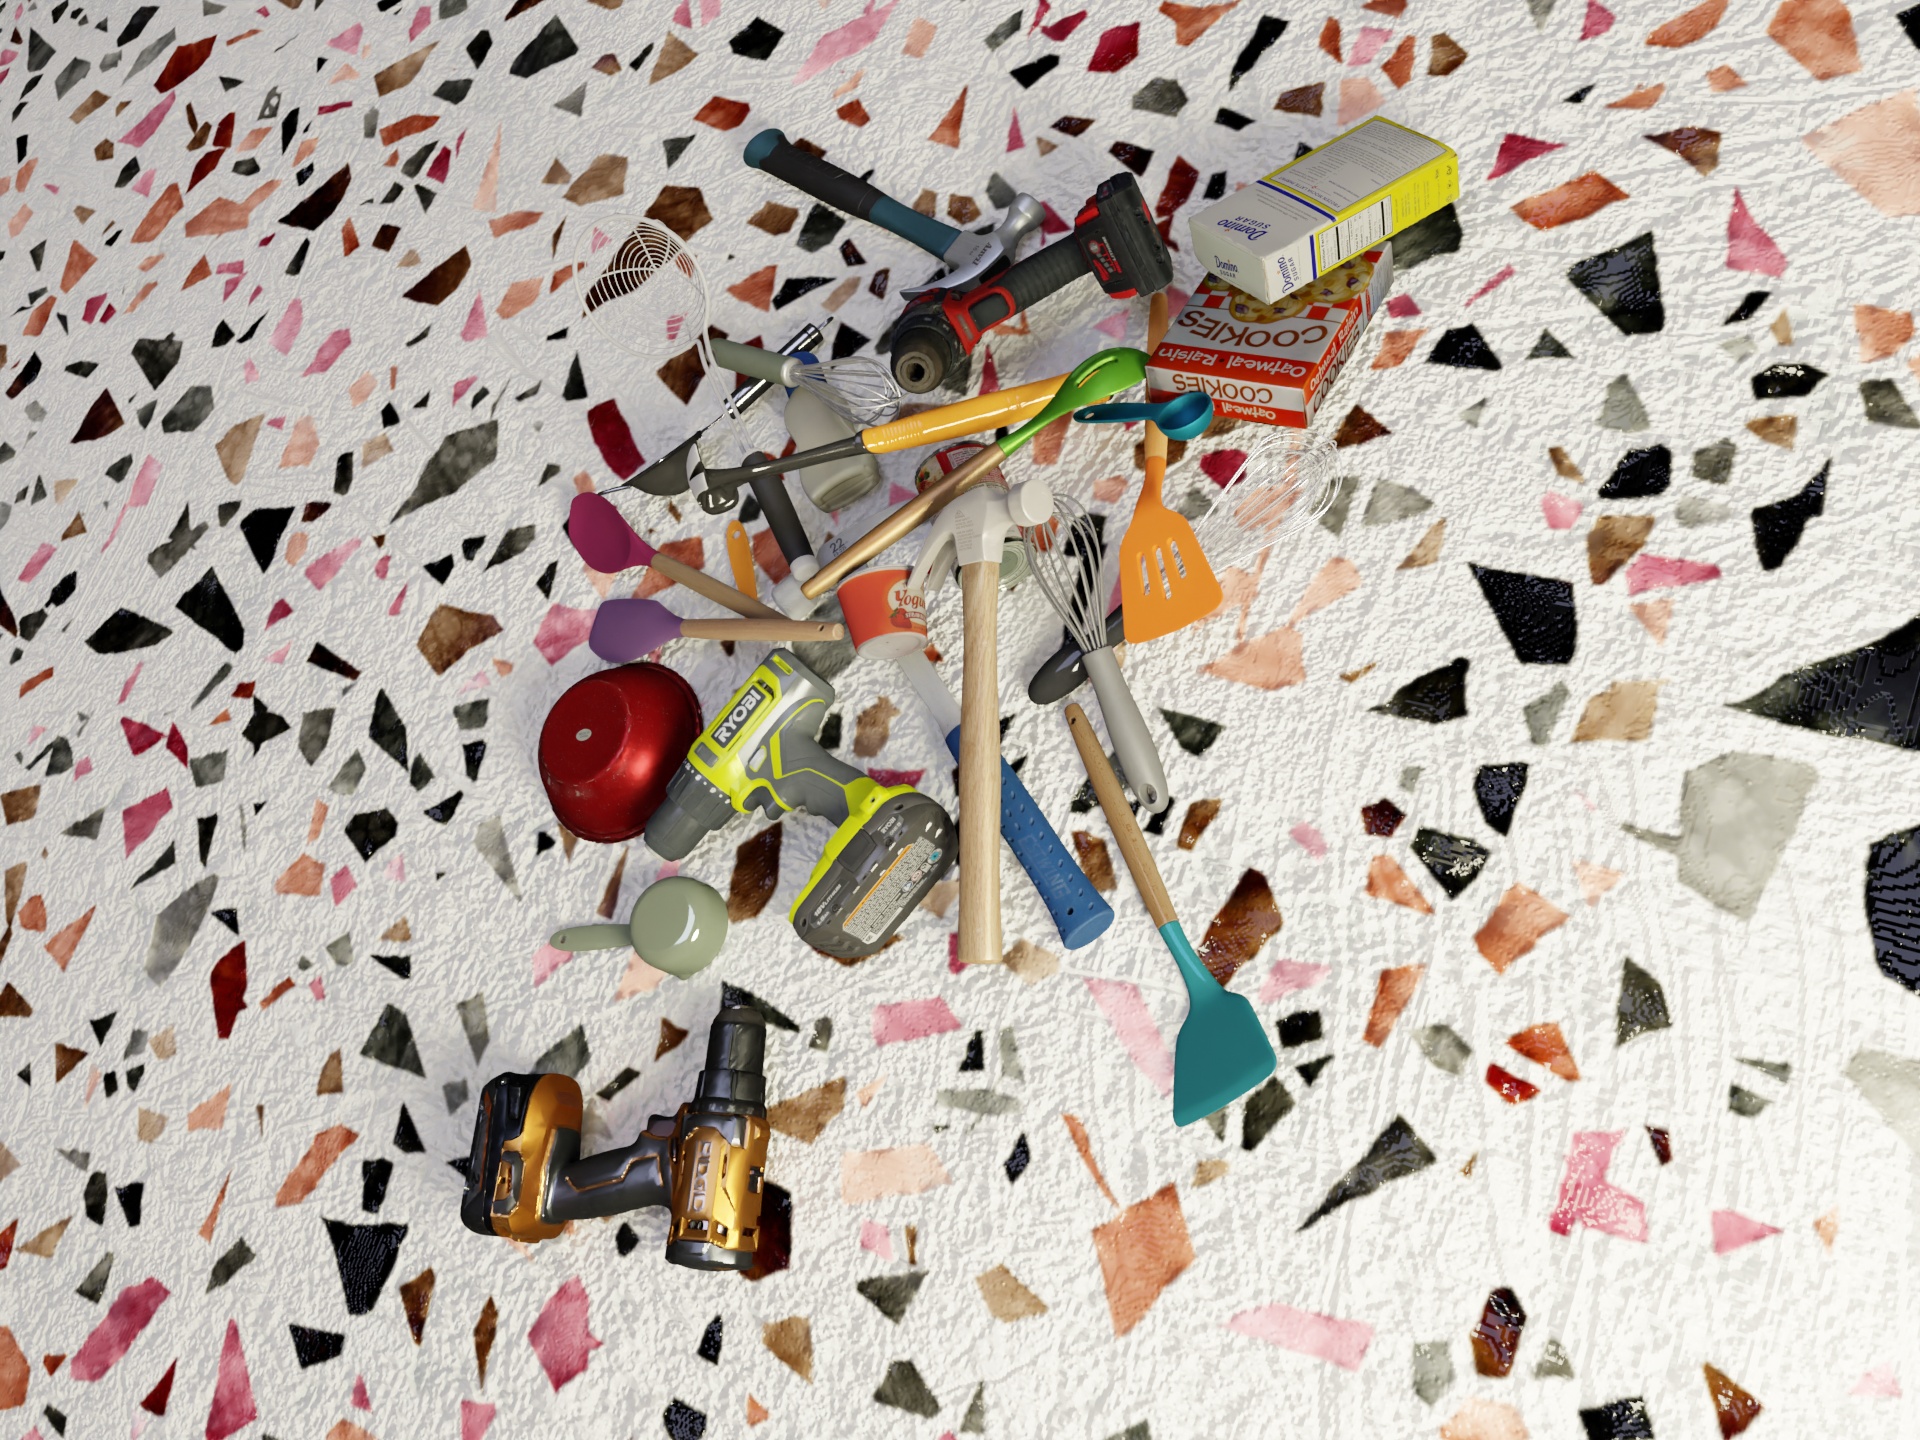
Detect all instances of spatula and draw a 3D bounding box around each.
[{"bbox_3d":[-0.208,-0.073,1.300,0.316,0.018,0.060,3,74,42],"label":"spatula"},{"bbox_3d":[0.148,-0.200,1.166,0.081,0.041,0.323,-24,44,35],"label":"spatula"},{"bbox_3d":[0.127,0.115,1.078,0.082,0.044,0.318,-39,56,26],"label":"spatula"}]

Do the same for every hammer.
[{"bbox_3d":[-0.043,-0.222,1.215,0.337,0.127,0.034,-16,89,-5],"label":"hammer"},{"bbox_3d":[0.012,0.003,1.116,0.130,0.031,0.331,-6,82,51],"label":"hammer"},{"bbox_3d":[-0.002,-0.004,1.193,0.144,0.035,0.406,-39,59,8],"label":"hammer"},{"bbox_3d":[-0.079,-0.459,1.412,0.331,0.033,0.128,37,88,33],"label":"hammer"}]

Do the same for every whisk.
[{"bbox_3d":[0.158,-0.105,1.146,0.284,0.070,0.070,-41,58,13],"label":"whisk"},{"bbox_3d":[-0.133,-0.287,1.318,0.246,0.057,0.059,24,48,40],"label":"whisk"},{"bbox_3d":[0.099,-0.048,1.119,0.055,0.055,0.239,-22,85,18],"label":"whisk"}]

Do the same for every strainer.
[{"bbox_3d":[-0.206,-0.267,1.397,0.258,0.050,0.087,-42,15,0],"label":"strainer"}]

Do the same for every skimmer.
[{"bbox_3d":[-0.219,-0.264,1.314,0.127,0.090,0.364,-46,60,38],"label":"skimmer"}]

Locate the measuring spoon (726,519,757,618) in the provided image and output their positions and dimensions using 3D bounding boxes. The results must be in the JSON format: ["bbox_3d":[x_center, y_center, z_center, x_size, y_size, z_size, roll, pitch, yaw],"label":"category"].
[{"bbox_3d":[-0.181,-0.123,1.347,0.021,0.011,0.117,-27,57,16],"label":"measuring spoon"}]

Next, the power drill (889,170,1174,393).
[{"bbox_3d":[0.045,-0.327,1.225,0.226,0.080,0.188,-24,21,16],"label":"power drill"}]

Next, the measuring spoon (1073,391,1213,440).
[{"bbox_3d":[0.132,-0.216,1.152,0.129,0.021,0.042,11,55,48],"label":"measuring spoon"}]

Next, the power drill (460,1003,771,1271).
[{"bbox_3d":[-0.243,0.301,1.171,0.226,0.084,0.185,-3,69,21],"label":"power drill"}]

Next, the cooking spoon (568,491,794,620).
[{"bbox_3d":[-0.241,-0.127,1.350,0.319,0.017,0.068,27,116,37],"label":"cooking spoon"}]

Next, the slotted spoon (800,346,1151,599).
[{"bbox_3d":[0.010,-0.186,1.181,0.314,0.031,0.070,-36,27,3],"label":"slotted spoon"}]

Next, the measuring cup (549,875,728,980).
[{"bbox_3d":[-0.264,0.164,1.256,0.167,0.038,0.083,-8,67,21],"label":"measuring cup"}]

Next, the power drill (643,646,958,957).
[{"bbox_3d":[-0.129,0.074,1.204,0.190,0.080,0.229,-50,55,0],"label":"power drill"}]
